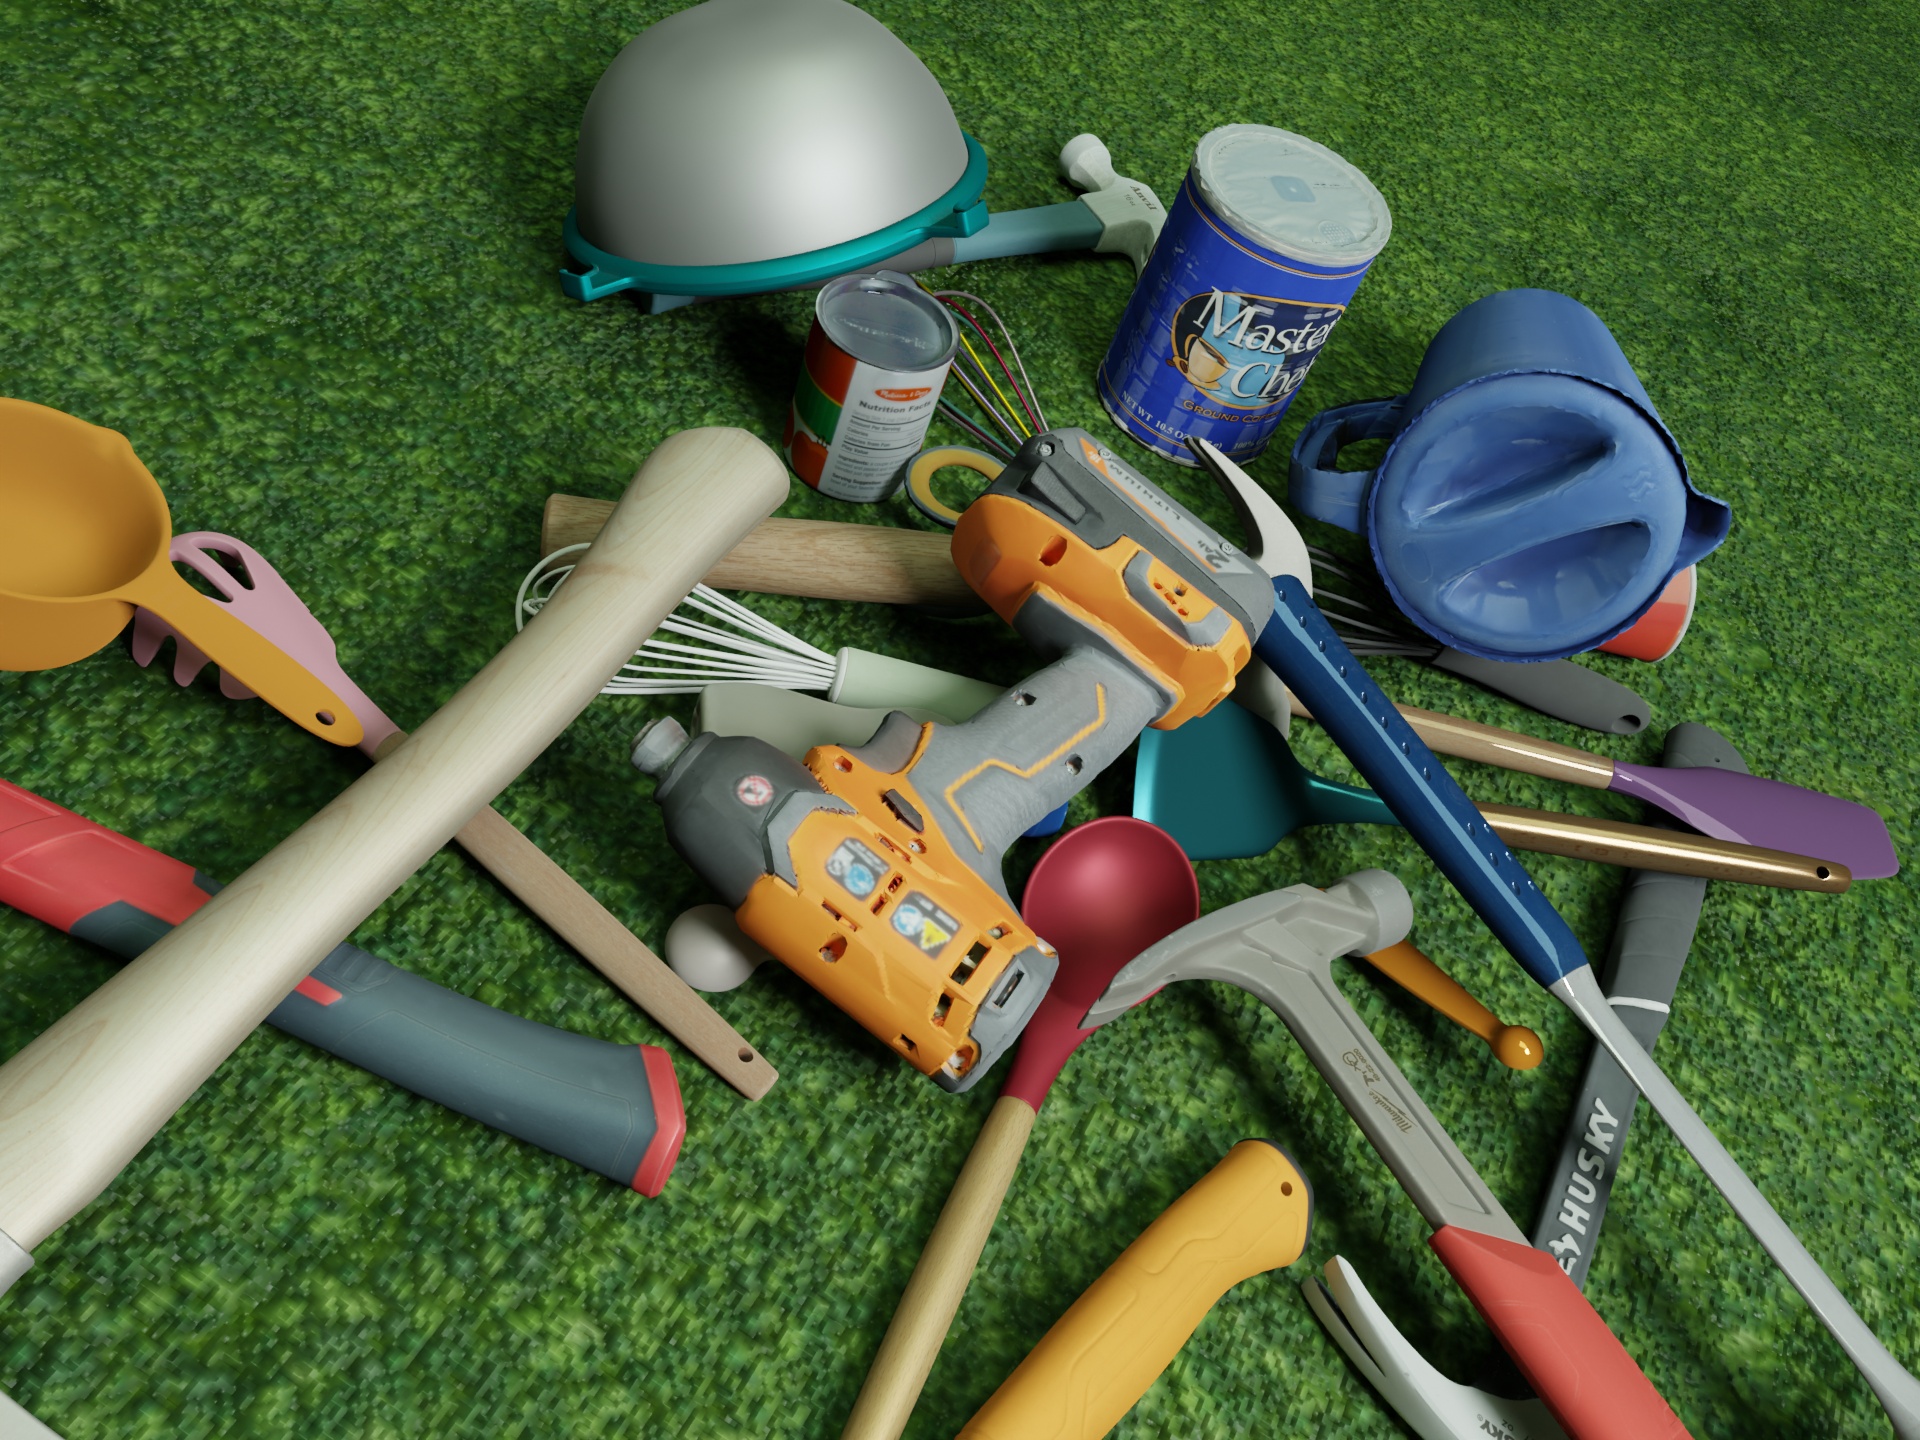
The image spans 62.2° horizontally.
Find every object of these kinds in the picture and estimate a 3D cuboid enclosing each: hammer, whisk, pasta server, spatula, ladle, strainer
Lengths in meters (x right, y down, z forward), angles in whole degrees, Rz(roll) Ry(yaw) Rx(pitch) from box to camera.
[{"bbox_3d":[-0.010,-0.067,0.683,0.331,0.130,0.031,5,8,-8],"label":"hammer"},{"bbox_3d":[-0.058,-0.020,0.654,0.246,0.058,0.059,14,91,-14],"label":"whisk"},{"bbox_3d":[-0.002,0.223,0.468,0.337,0.034,0.127,-31,89,-39],"label":"hammer"},{"bbox_3d":[-0.189,0.031,0.577,0.316,0.040,0.060,40,50,8],"label":"pasta server"},{"bbox_3d":[-0.022,-0.259,0.863,0.331,0.033,0.128,-17,59,-30],"label":"hammer"},{"bbox_3d":[0.268,0.131,0.656,0.149,0.036,0.409,32,49,8],"label":"hammer"},{"bbox_3d":[0.270,0.020,0.727,0.316,0.018,0.060,15,43,3],"label":"spatula"},{"bbox_3d":[0.231,-0.035,0.771,0.239,0.055,0.055,19,49,-11],"label":"whisk"},{"bbox_3d":[0.229,0.044,0.680,0.317,0.044,0.082,9,77,-1],"label":"spatula"},{"bbox_3d":[-0.173,0.034,0.515,0.146,0.038,0.411,34,53,5],"label":"hammer"},{"bbox_3d":[0.236,0.104,0.594,0.144,0.035,0.406,-7,55,-48],"label":"hammer"},{"bbox_3d":[0.189,0.207,0.514,0.149,0.036,0.359,-15,57,-33],"label":"hammer"},{"bbox_3d":[0.011,0.155,0.548,0.069,0.031,0.316,25,50,7],"label":"ladle"},{"bbox_3d":[-0.271,0.070,0.506,0.386,0.038,0.143,25,50,1],"label":"hammer"},{"bbox_3d":[0.039,-0.127,0.774,0.051,0.047,0.245,-22,66,-34],"label":"whisk"},{"bbox_3d":[-0.103,-0.330,0.807,0.211,0.095,0.341,-10,40,0],"label":"strainer"}]

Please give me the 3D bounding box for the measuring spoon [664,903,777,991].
[{"bbox_3d":[-0.048,0.076,0.594,0.124,0.018,0.034,-4,55,-24],"label":"measuring spoon"}]

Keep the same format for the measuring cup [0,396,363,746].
[{"bbox_3d":[-0.287,-0.034,0.542,0.173,0.052,0.095,39,35,-13],"label":"measuring cup"}]

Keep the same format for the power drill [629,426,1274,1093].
[{"bbox_3d":[-0.001,-0.002,0.582,0.164,0.084,0.226,38,62,0],"label":"power drill"}]

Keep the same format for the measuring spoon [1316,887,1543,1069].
[{"bbox_3d":[0.185,0.100,0.641,0.021,0.011,0.117,-25,44,-28],"label":"measuring spoon"}]
